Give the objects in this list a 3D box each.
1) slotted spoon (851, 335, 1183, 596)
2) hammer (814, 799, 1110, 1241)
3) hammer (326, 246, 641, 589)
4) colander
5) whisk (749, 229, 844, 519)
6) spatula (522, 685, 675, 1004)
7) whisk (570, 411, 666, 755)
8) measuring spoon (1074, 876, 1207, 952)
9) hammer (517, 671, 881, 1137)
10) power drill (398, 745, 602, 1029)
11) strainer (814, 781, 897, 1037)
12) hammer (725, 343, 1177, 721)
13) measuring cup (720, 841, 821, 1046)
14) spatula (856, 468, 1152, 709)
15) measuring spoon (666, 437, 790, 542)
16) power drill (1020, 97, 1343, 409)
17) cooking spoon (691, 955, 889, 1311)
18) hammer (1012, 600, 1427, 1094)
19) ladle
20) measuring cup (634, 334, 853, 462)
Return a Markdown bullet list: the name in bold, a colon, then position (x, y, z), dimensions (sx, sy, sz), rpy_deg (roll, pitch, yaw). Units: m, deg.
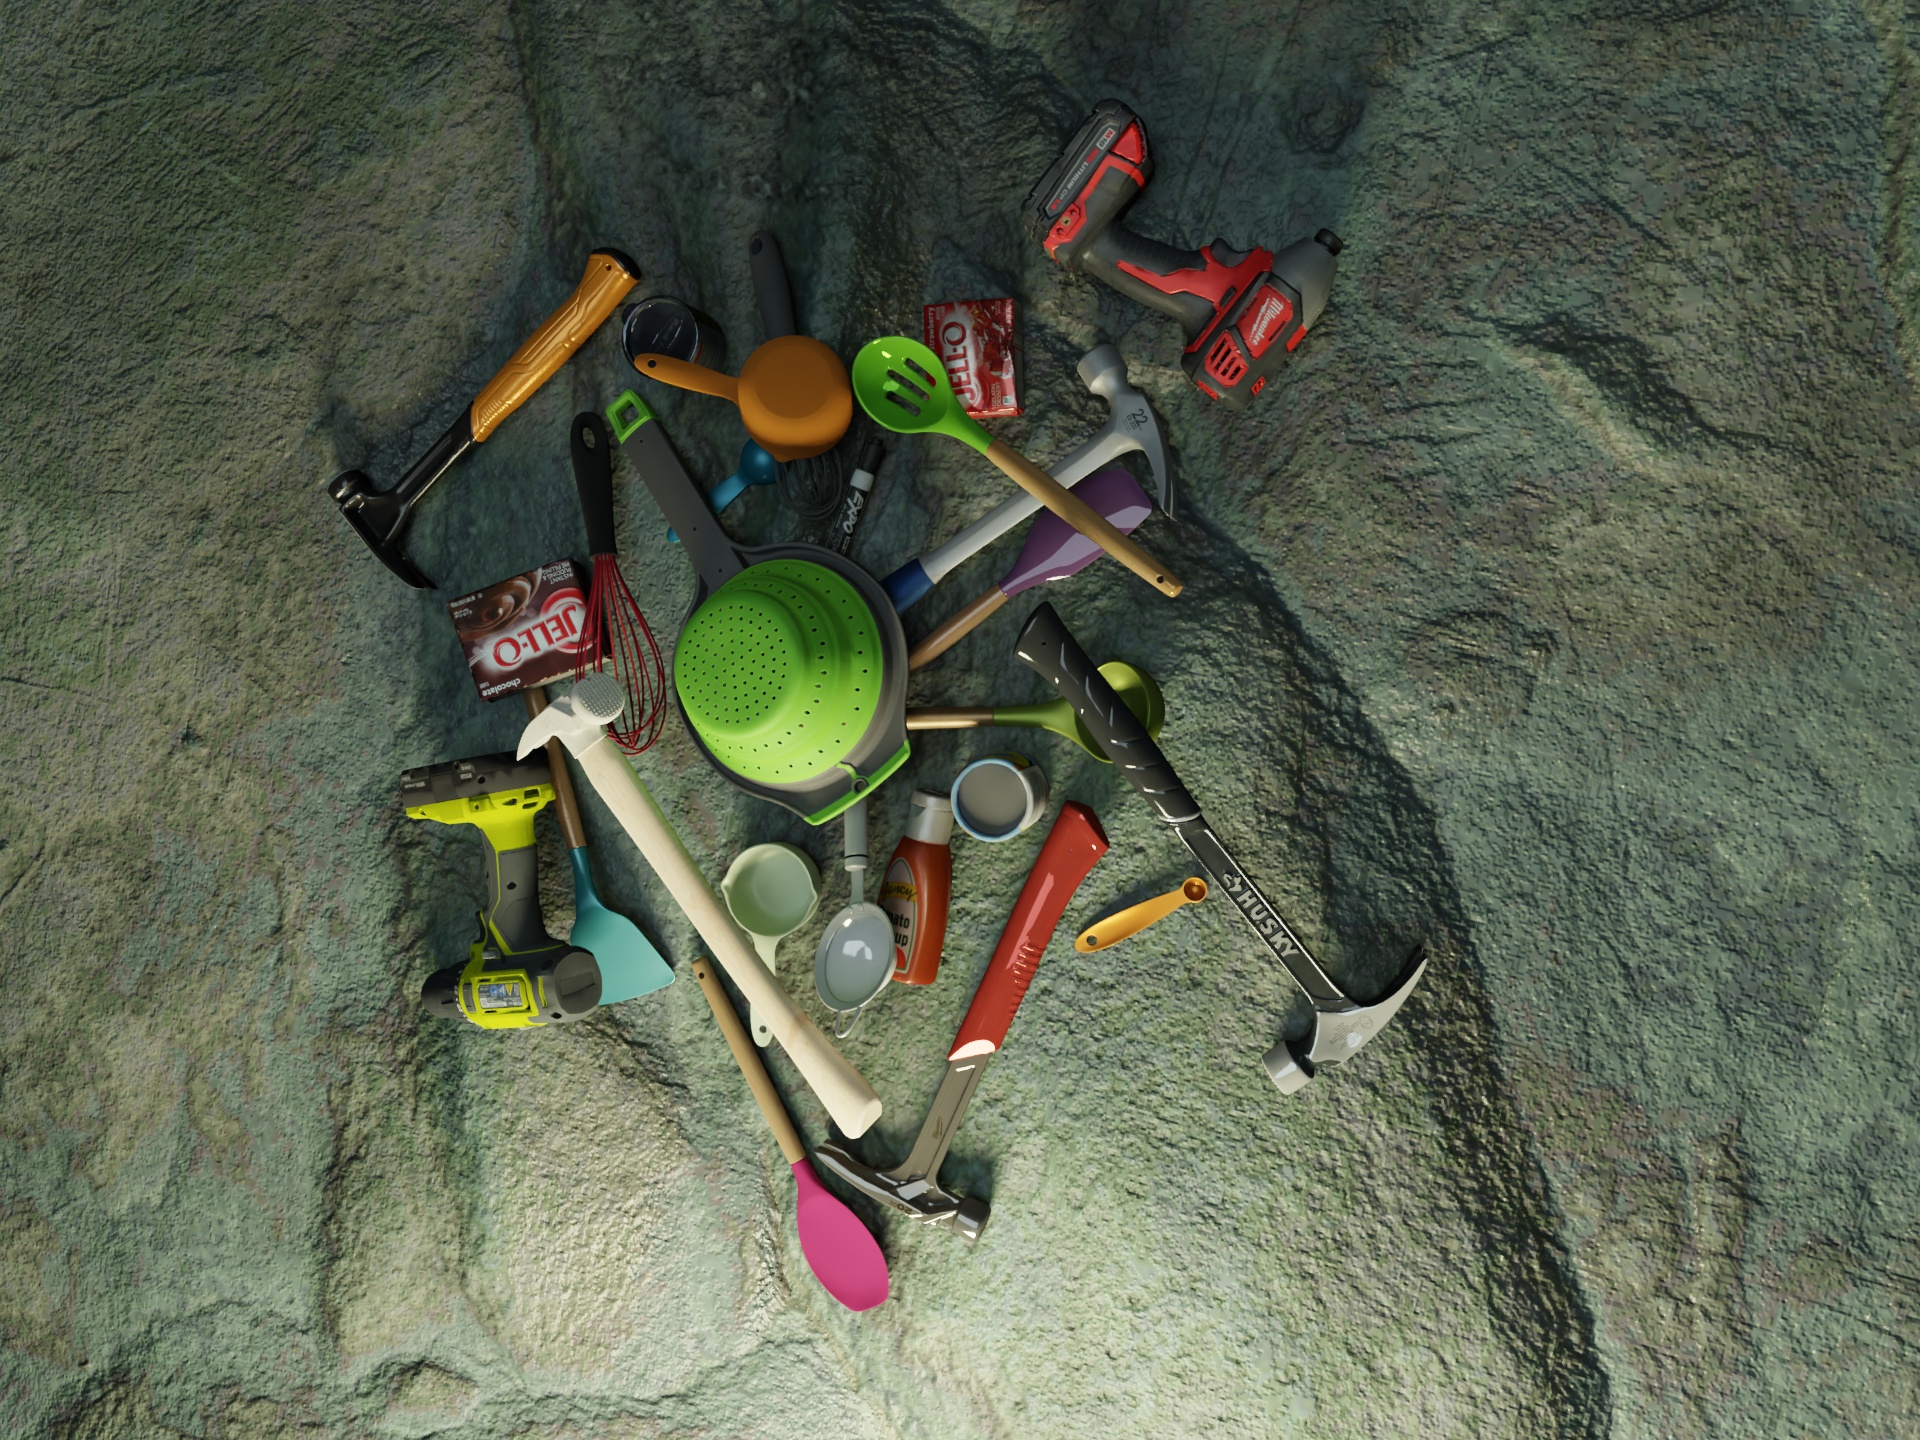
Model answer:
- **slotted spoon**: position (0.041, -0.187, 1.183), dimensions (0.314, 0.031, 0.070), rpy_deg (40, 111, 19)
- **hammer**: position (0.016, 0.226, 1.256), dimensions (0.149, 0.036, 0.359), rpy_deg (25, 99, 12)
- **hammer**: position (-0.387, -0.261, 1.336), dimensions (0.337, 0.034, 0.127), rpy_deg (-43, 82, 13)
- **colander**: position (-0.192, -0.106, 1.233), dimensions (0.204, 0.094, 0.397), rpy_deg (-37, 75, 17)
- **whisk**: position (-0.137, -0.276, 1.268), dimensions (0.055, 0.055, 0.239), rpy_deg (-13, 85, 15)
- **spatula**: position (-0.327, 0.083, 1.347), dimensions (0.082, 0.044, 0.317), rpy_deg (-19, 83, 16)
- **whisk**: position (-0.286, -0.114, 1.291), dimensions (0.073, 0.073, 0.296), rpy_deg (-14, 77, 15)
- **measuring spoon**: position (0.140, 0.152, 1.235), dimensions (0.117, 0.011, 0.021), rpy_deg (-29, 86, 18)
- **hammer**: position (-0.199, 0.156, 1.243), dimensions (0.410, 0.038, 0.146), rpy_deg (55, 141, -5)
- **power drill**: position (-0.397, 0.146, 1.329), dimensions (0.190, 0.080, 0.228), rpy_deg (-10, 90, 35)
- **strainer**: position (-0.078, 0.120, 1.244), dimensions (0.087, 0.050, 0.259), rpy_deg (-18, 65, 38)
- **hammer**: position (-0.015, -0.118, 1.236), dimensions (0.405, 0.035, 0.144), rpy_deg (-34, 70, 16)
- **measuring cup**: position (-0.152, 0.181, 1.298), dimensions (0.083, 0.038, 0.167), rpy_deg (5, 96, 14)
- **spatula**: position (0.013, -0.088, 1.250), dimensions (0.316, 0.018, 0.060), rpy_deg (-38, 75, 13)
- **measuring spoon**: position (-0.194, -0.187, 1.295), dimensions (0.128, 0.021, 0.042), rpy_deg (-37, 83, 12)
- **power drill**: position (0.165, -0.347, 1.169), dimensions (0.220, 0.078, 0.143), rpy_deg (41, 102, 6)
- **cooking spoon**: position (-0.145, 0.339, 1.313), dimensions (0.069, 0.017, 0.319), rpy_deg (-29, 86, 23)
- **hammer**: position (0.177, 0.081, 1.162), dimensions (0.149, 0.036, 0.409), rpy_deg (-37, 97, 12)
- **ladle**: position (-0.002, -0.004, 1.229), dimensions (0.320, 0.062, 0.078), rpy_deg (-1, 84, 12)
- **measuring cup**: position (-0.167, -0.260, 1.213), dimensions (0.173, 0.052, 0.095), rpy_deg (15, 80, -2)
